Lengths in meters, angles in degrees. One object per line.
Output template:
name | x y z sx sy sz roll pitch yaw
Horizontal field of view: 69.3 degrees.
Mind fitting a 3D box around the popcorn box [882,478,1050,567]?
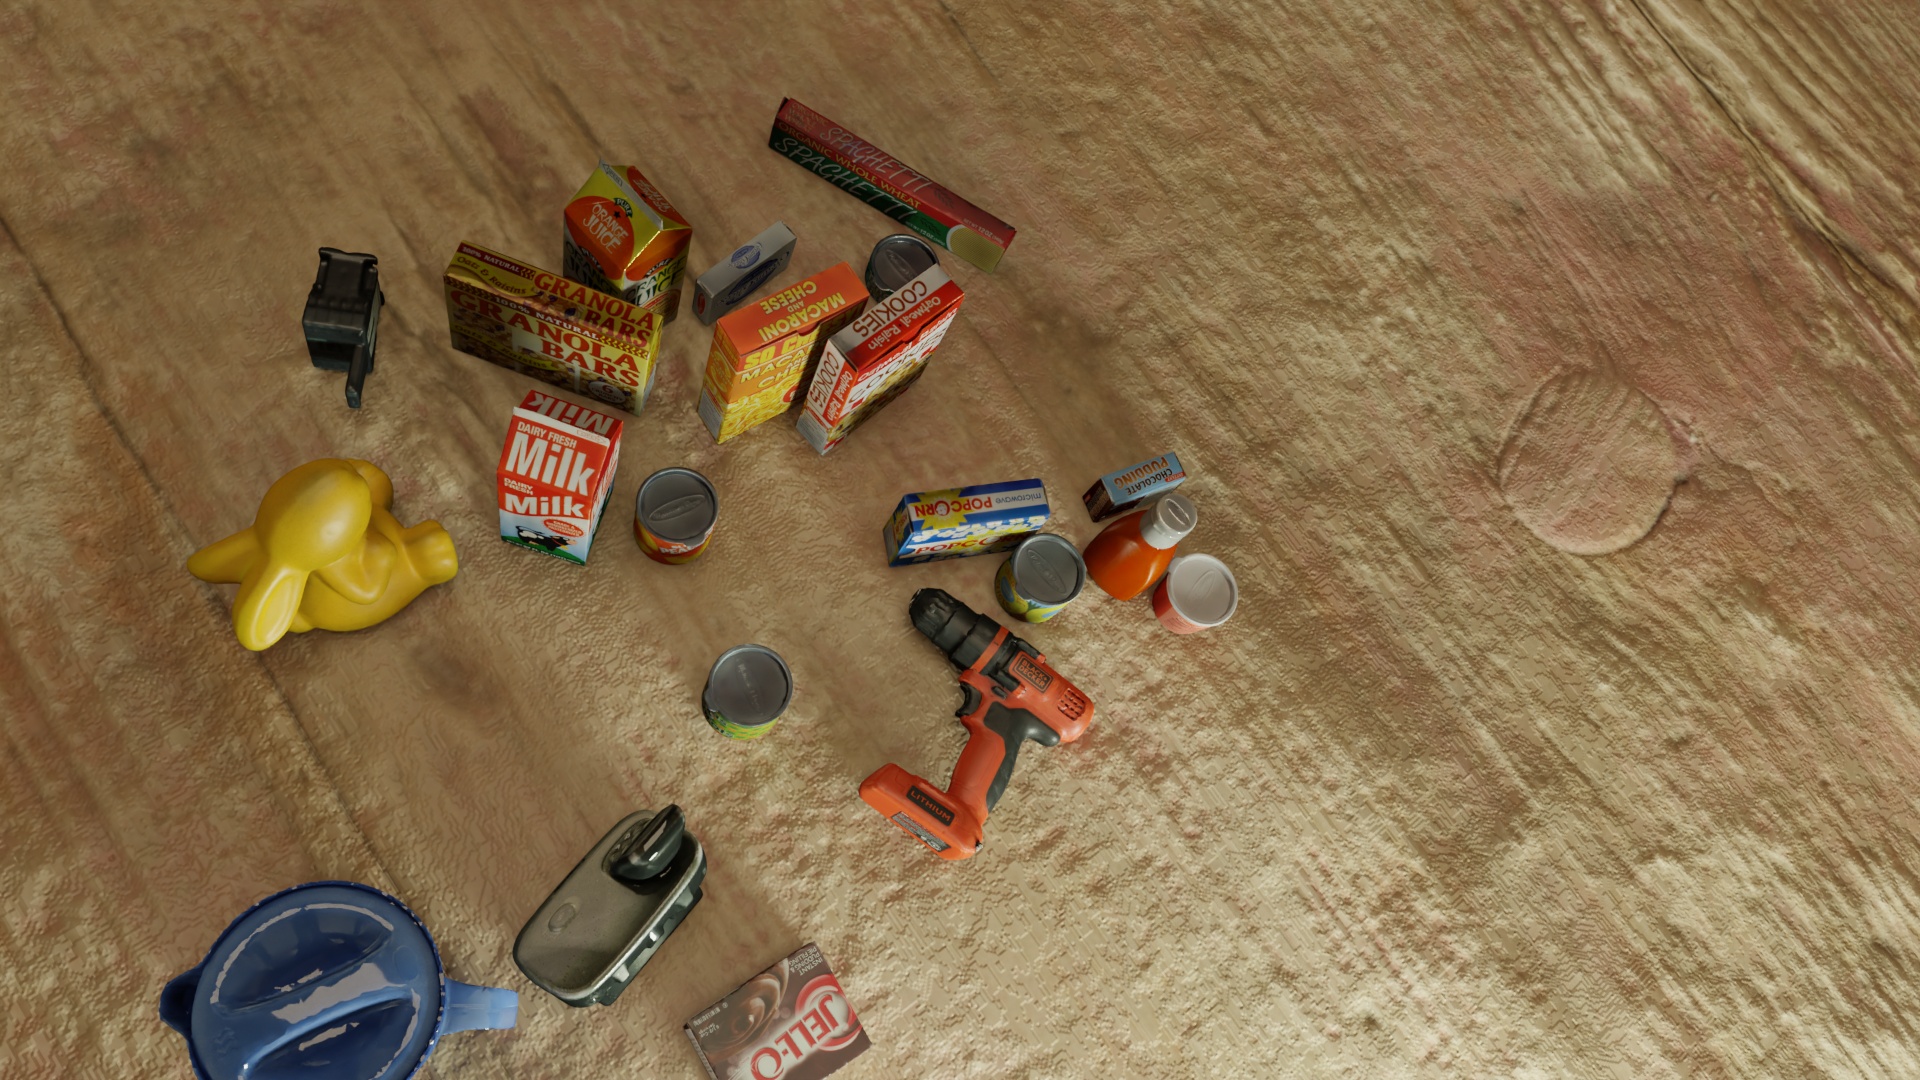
popcorn box | 0.004 -0.015 1.194 0.127 0.085 0.038 -8 73 -19

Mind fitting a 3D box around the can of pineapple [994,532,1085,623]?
can of pineapple | 0.067 0.034 1.209 0.071 0.057 0.071 6 69 -14

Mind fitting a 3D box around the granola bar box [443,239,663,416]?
granola bar box | -0.330 -0.170 1.133 0.165 0.123 0.039 20 66 -8

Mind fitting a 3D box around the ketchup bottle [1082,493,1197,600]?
ketchup bottle | 0.157 0.003 1.197 0.044 0.148 0.065 -38 84 -25

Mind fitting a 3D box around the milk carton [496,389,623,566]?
milk carton | -0.305 -0.052 1.058 0.072 0.189 0.074 18 66 -9

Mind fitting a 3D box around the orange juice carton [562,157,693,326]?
orange juice carton | -0.274 -0.234 1.136 0.073 0.192 0.072 -41 86 -25

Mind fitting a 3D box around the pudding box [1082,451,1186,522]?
pudding box | 0.159 -0.049 1.273 0.084 0.049 0.030 -20 77 -22

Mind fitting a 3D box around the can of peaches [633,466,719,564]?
can of peaches | -0.233 -0.017 1.139 0.071 0.058 0.071 6 69 -14

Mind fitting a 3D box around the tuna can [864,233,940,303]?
tuna can | -0.056 -0.248 1.294 0.071 0.032 0.071 6 68 -14

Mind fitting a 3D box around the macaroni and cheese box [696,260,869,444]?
macaroni and cheese box | -0.150 -0.153 1.156 0.124 0.165 0.040 -30 81 -24

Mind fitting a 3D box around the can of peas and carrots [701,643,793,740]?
can of peas and carrots | -0.172 0.123 1.104 0.071 0.058 0.071 6 69 -14

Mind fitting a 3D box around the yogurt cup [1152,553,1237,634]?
yogurt cup | 0.207 0.051 1.246 0.072 0.053 0.072 6 69 -14

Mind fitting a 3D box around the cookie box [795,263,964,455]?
cookie box | -0.070 -0.150 1.178 0.123 0.166 0.040 -40 85 -25

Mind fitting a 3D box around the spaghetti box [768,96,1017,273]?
spaghetti box | -0.066 -0.335 1.315 0.250 0.050 0.029 29 65 -4

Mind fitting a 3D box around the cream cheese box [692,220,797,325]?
cream cheese box | -0.193 -0.239 1.239 0.024 0.053 0.104 46 65 4
